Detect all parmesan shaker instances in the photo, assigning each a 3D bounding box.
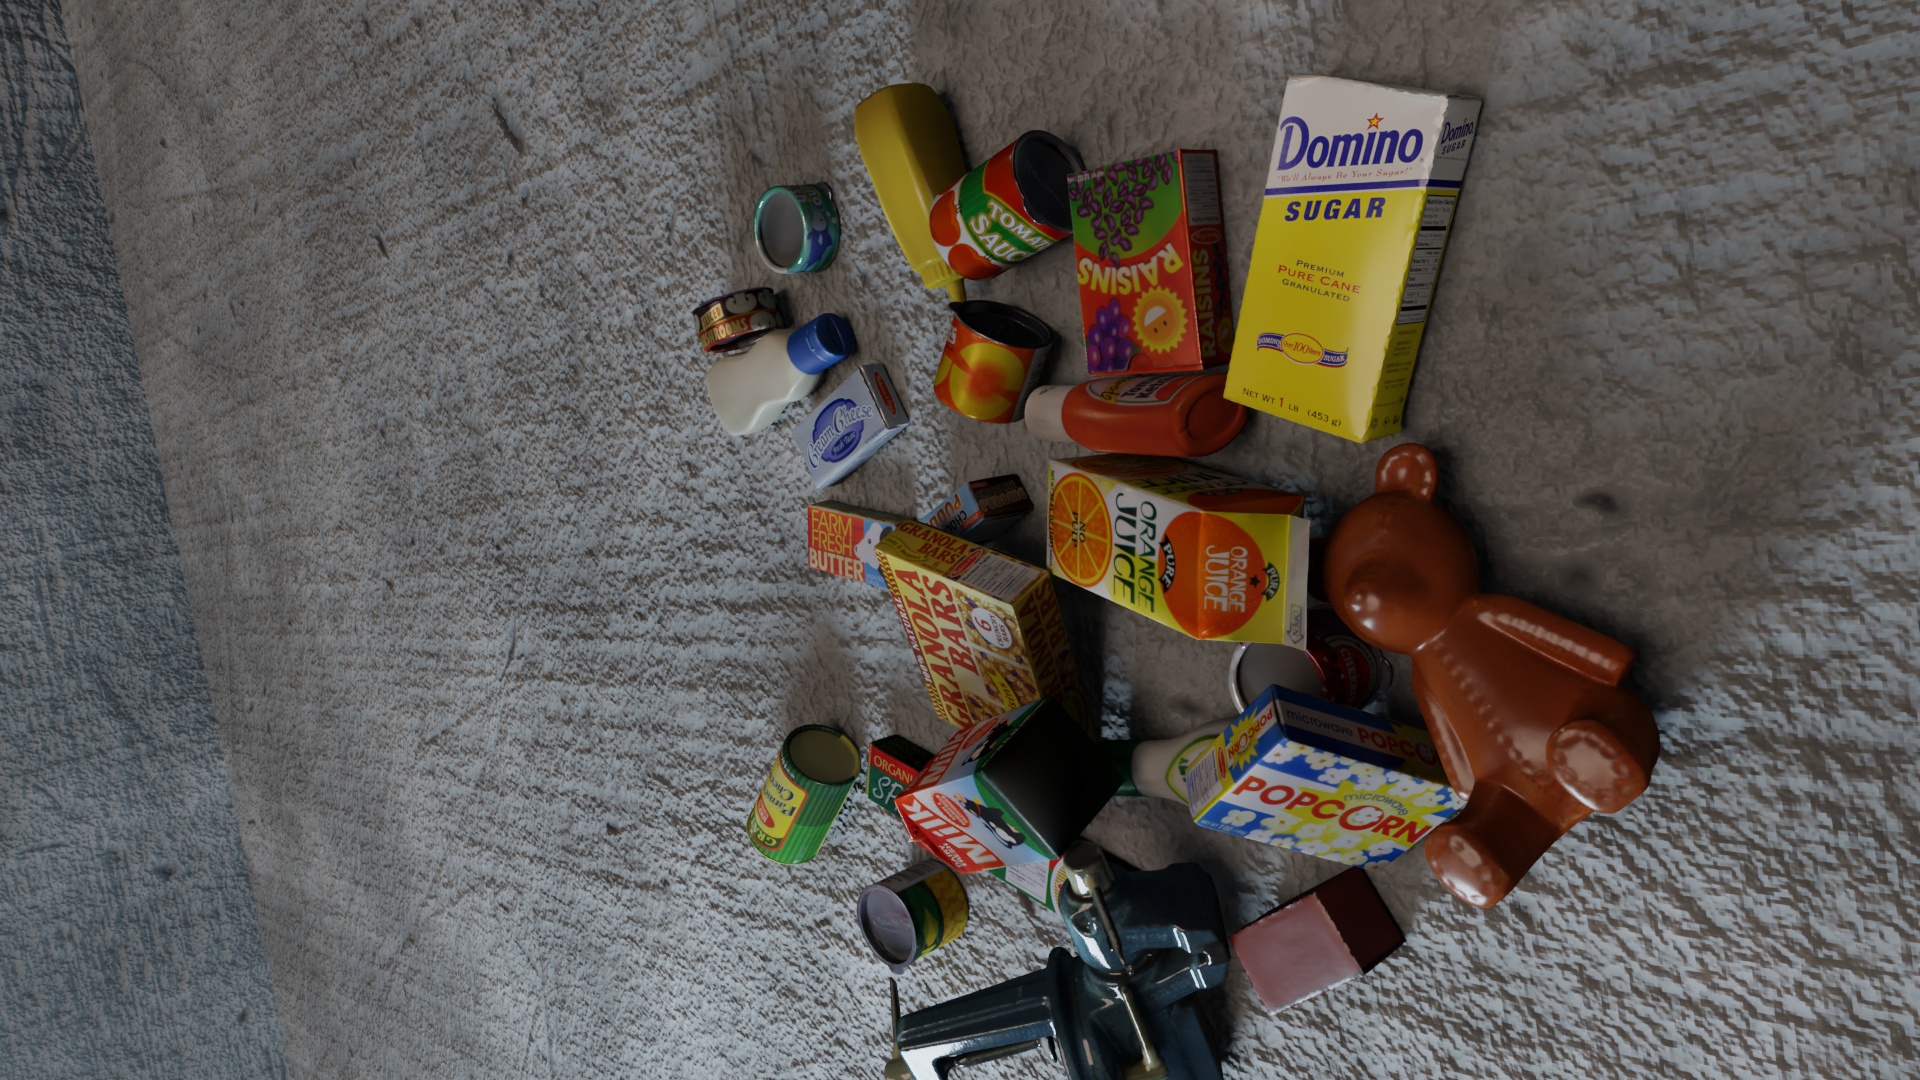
[{"bbox_3d":[-0.130,0.206,1.138,0.071,0.071,0.102,47,129,27],"label":"parmesan shaker"}]

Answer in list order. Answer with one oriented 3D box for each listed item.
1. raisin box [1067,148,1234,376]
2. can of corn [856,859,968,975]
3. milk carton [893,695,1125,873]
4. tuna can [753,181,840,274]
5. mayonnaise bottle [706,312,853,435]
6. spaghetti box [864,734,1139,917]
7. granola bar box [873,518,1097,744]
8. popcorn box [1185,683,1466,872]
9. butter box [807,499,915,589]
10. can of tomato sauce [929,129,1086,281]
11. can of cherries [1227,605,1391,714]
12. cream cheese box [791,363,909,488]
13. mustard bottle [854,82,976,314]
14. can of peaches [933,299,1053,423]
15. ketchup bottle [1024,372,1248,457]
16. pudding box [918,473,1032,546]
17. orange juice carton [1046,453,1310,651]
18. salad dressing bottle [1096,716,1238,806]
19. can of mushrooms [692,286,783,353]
[{"bbox_3d":[0.112,-0.161,0.816,0.086,0.040,0.123,1,102,44],"label":"raisin box"},{"bbox_3d":[-0.036,0.289,1.068,0.071,0.058,0.071,14,110,43],"label":"can of corn"},{"bbox_3d":[0.020,0.167,0.918,0.073,0.072,0.190,49,152,-4],"label":"milk carton"},{"bbox_3d":[-0.123,-0.235,1.041,0.071,0.033,0.071,15,111,43],"label":"tuna can"},{"bbox_3d":[-0.140,-0.132,1.081,0.147,0.041,0.064,-23,89,45],"label":"mayonnaise bottle"},{"bbox_3d":[0.023,0.211,1.009,0.250,0.029,0.050,22,116,40],"label":"spaghetti box"},{"bbox_3d":[0.019,0.072,0.921,0.124,0.039,0.164,21,142,40],"label":"granola bar box"},{"bbox_3d":[0.196,0.129,0.744,0.084,0.127,0.038,-56,25,38],"label":"popcorn box"},{"bbox_3d":[-0.076,0.003,1.061,0.103,0.024,0.053,13,108,43],"label":"butter box"},{"bbox_3d":[0.030,-0.205,0.867,0.083,0.071,0.071,-21,85,47],"label":"can of tomato sauce"},{"bbox_3d":[0.195,0.075,0.778,0.071,0.058,0.071,14,110,43],"label":"can of cherries"},{"bbox_3d":[-0.085,-0.085,1.047,0.103,0.024,0.053,-35,74,44],"label":"cream cheese box"},{"bbox_3d":[-0.021,-0.219,0.920,0.048,0.065,0.160,-16,93,42],"label":"mustard bottle"},{"bbox_3d":[0.018,-0.117,0.902,0.071,0.071,0.057,39,126,32],"label":"can of peaches"},{"bbox_3d":[0.099,-0.076,0.838,0.149,0.065,0.043,7,119,53],"label":"ketchup bottle"},{"bbox_3d":[0.003,-0.012,0.957,0.083,0.050,0.030,-38,72,44],"label":"pudding box"},{"bbox_3d":[0.129,0.002,0.781,0.193,0.073,0.071,25,119,58],"label":"orange juice carton"},{"bbox_3d":[0.144,0.142,0.857,0.147,0.044,0.064,-9,95,47],"label":"salad dressing bottle"},{"bbox_3d":[-0.174,-0.171,1.083,0.071,0.071,0.033,-17,90,46],"label":"can of mushrooms"}]
